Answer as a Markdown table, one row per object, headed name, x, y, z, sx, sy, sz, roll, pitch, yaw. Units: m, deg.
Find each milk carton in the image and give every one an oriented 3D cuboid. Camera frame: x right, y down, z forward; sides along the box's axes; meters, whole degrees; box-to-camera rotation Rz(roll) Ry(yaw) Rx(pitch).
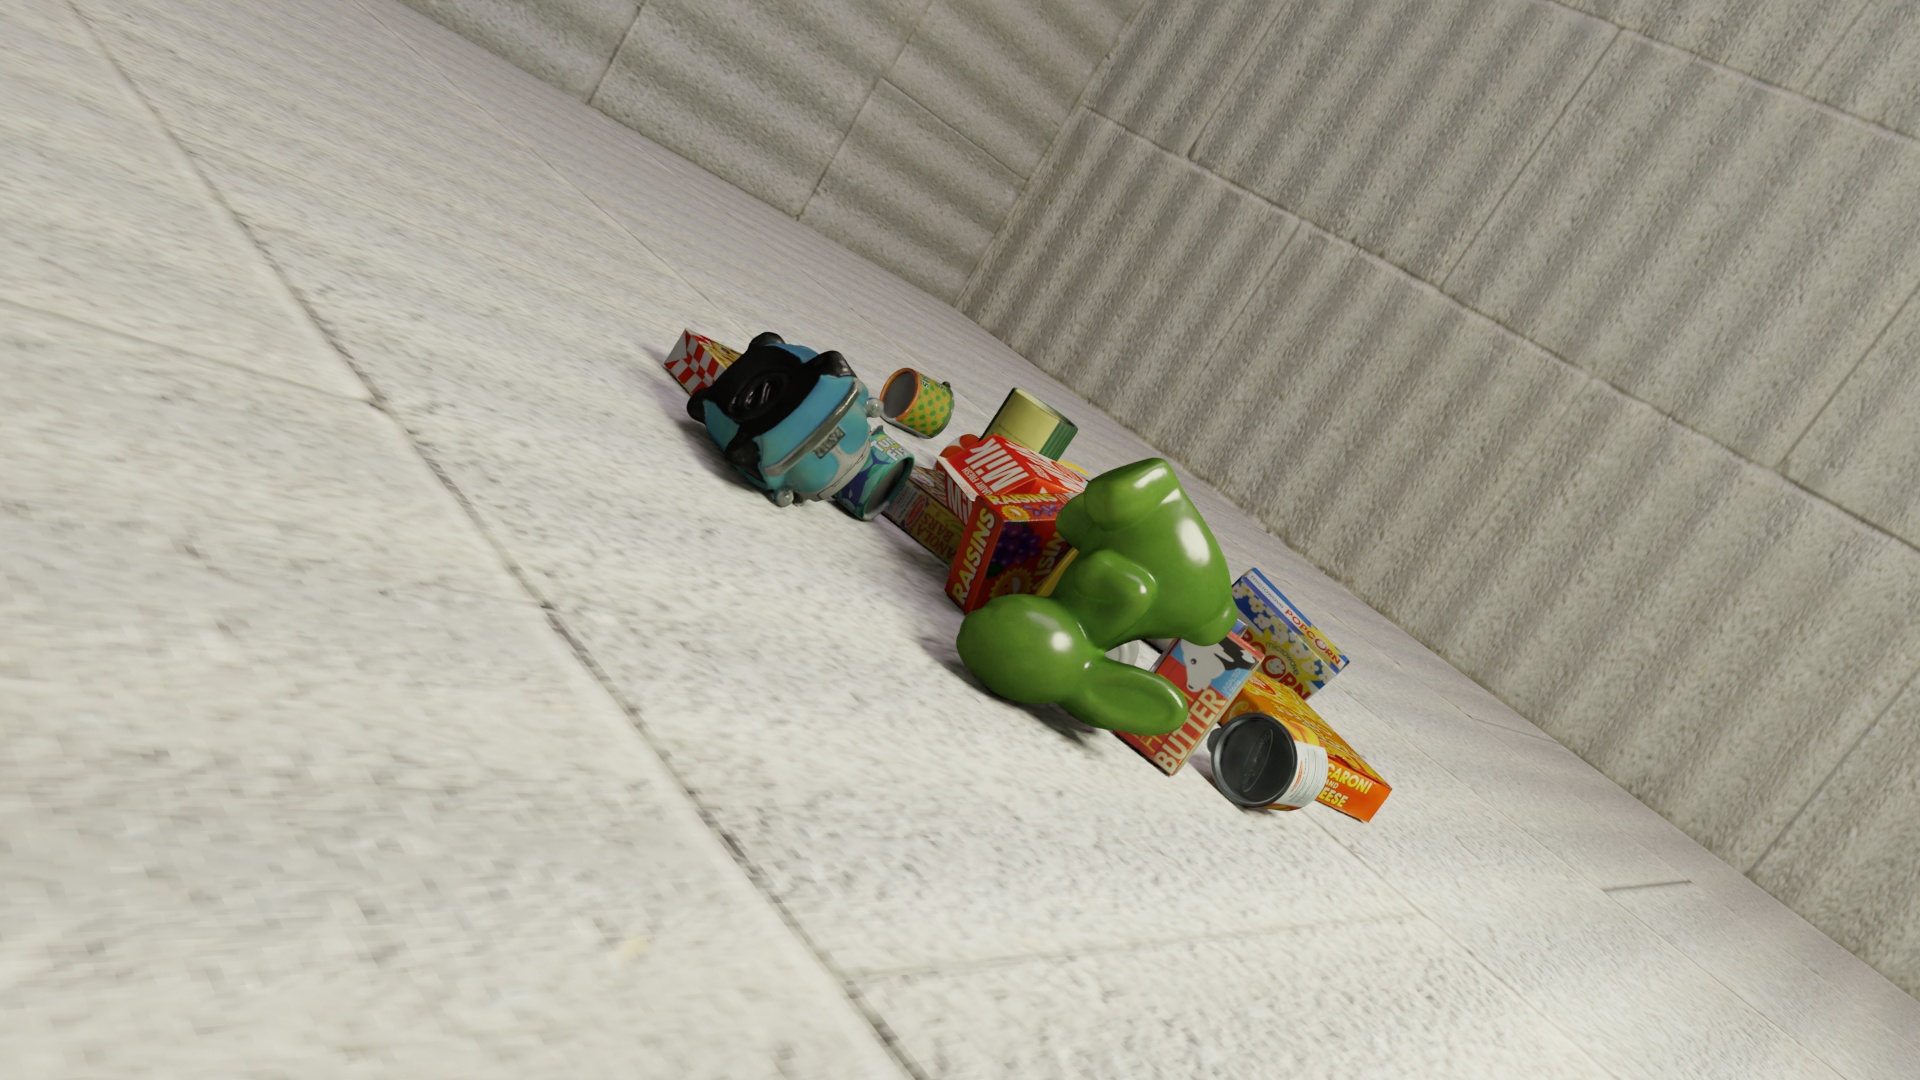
| name | x | y | z | sx | sy | sz | roll | pitch | yaw |
| --- | --- | --- | --- | --- | --- | --- | --- | --- | --- |
| milk carton | 0.062 | -0.022 | 1.097 | 0.190 | 0.073 | 0.072 | 21 | 19 | -39 |

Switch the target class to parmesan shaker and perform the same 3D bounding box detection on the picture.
| name | x | y | z | sx | sy | sz | roll | pitch | yaw |
| --- | --- | --- | --- | --- | --- | --- | --- | --- | --- |
| parmesan shaker | 0.046 | -0.066 | 1.154 | 0.071 | 0.103 | 0.071 | 32 | 11 | -7 |

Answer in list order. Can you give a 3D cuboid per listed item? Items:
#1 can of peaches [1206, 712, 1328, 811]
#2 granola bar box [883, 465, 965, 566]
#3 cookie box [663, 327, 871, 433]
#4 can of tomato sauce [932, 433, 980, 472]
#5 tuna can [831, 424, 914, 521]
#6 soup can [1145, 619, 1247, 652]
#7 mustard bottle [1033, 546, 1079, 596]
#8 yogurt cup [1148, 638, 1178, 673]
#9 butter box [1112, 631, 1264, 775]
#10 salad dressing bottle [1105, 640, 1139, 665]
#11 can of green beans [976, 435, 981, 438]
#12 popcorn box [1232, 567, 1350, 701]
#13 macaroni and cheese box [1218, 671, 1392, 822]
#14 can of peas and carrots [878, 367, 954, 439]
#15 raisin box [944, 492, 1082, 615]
| name | x | y | z | sx | sy | sz | roll | pitch | yaw |
| --- | --- | --- | --- | --- | --- | --- | --- | --- | --- |
| can of peaches | 0.219 | 0.157 | 0.990 | 0.058 | 0.071 | 0.071 | 20 | 17 | -51 |
| granola bar box | 0.004 | -0.015 | 1.193 | 0.124 | 0.039 | 0.165 | 38 | 12 | 21 |
| cookie box | -0.149 | -0.109 | 1.165 | 0.167 | 0.040 | 0.123 | 21 | 16 | -46 |
| can of tomato sauce | 0.023 | -0.056 | 1.342 | 0.083 | 0.071 | 0.071 | 39 | 12 | 30 |
| tuna can | -0.066 | -0.052 | 1.074 | 0.033 | 0.071 | 0.071 | 37 | 11 | 13 |
| soup can | 0.212 | 0.084 | 1.289 | 0.084 | 0.071 | 0.071 | 35 | 11 | 15 |
| mustard bottle | 0.101 | 0.024 | 0.988 | 0.065 | 0.160 | 0.049 | 33 | 12 | 3 |
| yogurt cup | 0.188 | 0.109 | 1.118 | 0.054 | 0.072 | 0.072 | 42 | 11 | 1 |
| butter box | 0.154 | 0.104 | 0.941 | 0.053 | 0.103 | 0.024 | 38 | 12 | 18 |
| salad dressing bottle | 0.108 | 0.073 | 1.103 | 0.064 | 0.044 | 0.148 | 27 | 10 | 0 |
| can of green beans | 0.028 | -0.067 | 1.431 | 0.071 | 0.057 | 0.071 | 32 | 11 | -7 |
| popcorn box | 0.291 | 0.099 | 1.315 | 0.127 | 0.084 | 0.038 | 46 | 37 | 10 |
| macaroni and cheese box | 0.275 | 0.162 | 1.190 | 0.123 | 0.040 | 0.167 | 26 | 13 | -27 |
| can of peas and carrots | -0.049 | -0.156 | 1.562 | 0.058 | 0.071 | 0.071 | 23 | 15 | -41 |
| raisin box | 0.057 | 0.009 | 1.032 | 0.124 | 0.085 | 0.040 | -3 | 35 | -37 |
